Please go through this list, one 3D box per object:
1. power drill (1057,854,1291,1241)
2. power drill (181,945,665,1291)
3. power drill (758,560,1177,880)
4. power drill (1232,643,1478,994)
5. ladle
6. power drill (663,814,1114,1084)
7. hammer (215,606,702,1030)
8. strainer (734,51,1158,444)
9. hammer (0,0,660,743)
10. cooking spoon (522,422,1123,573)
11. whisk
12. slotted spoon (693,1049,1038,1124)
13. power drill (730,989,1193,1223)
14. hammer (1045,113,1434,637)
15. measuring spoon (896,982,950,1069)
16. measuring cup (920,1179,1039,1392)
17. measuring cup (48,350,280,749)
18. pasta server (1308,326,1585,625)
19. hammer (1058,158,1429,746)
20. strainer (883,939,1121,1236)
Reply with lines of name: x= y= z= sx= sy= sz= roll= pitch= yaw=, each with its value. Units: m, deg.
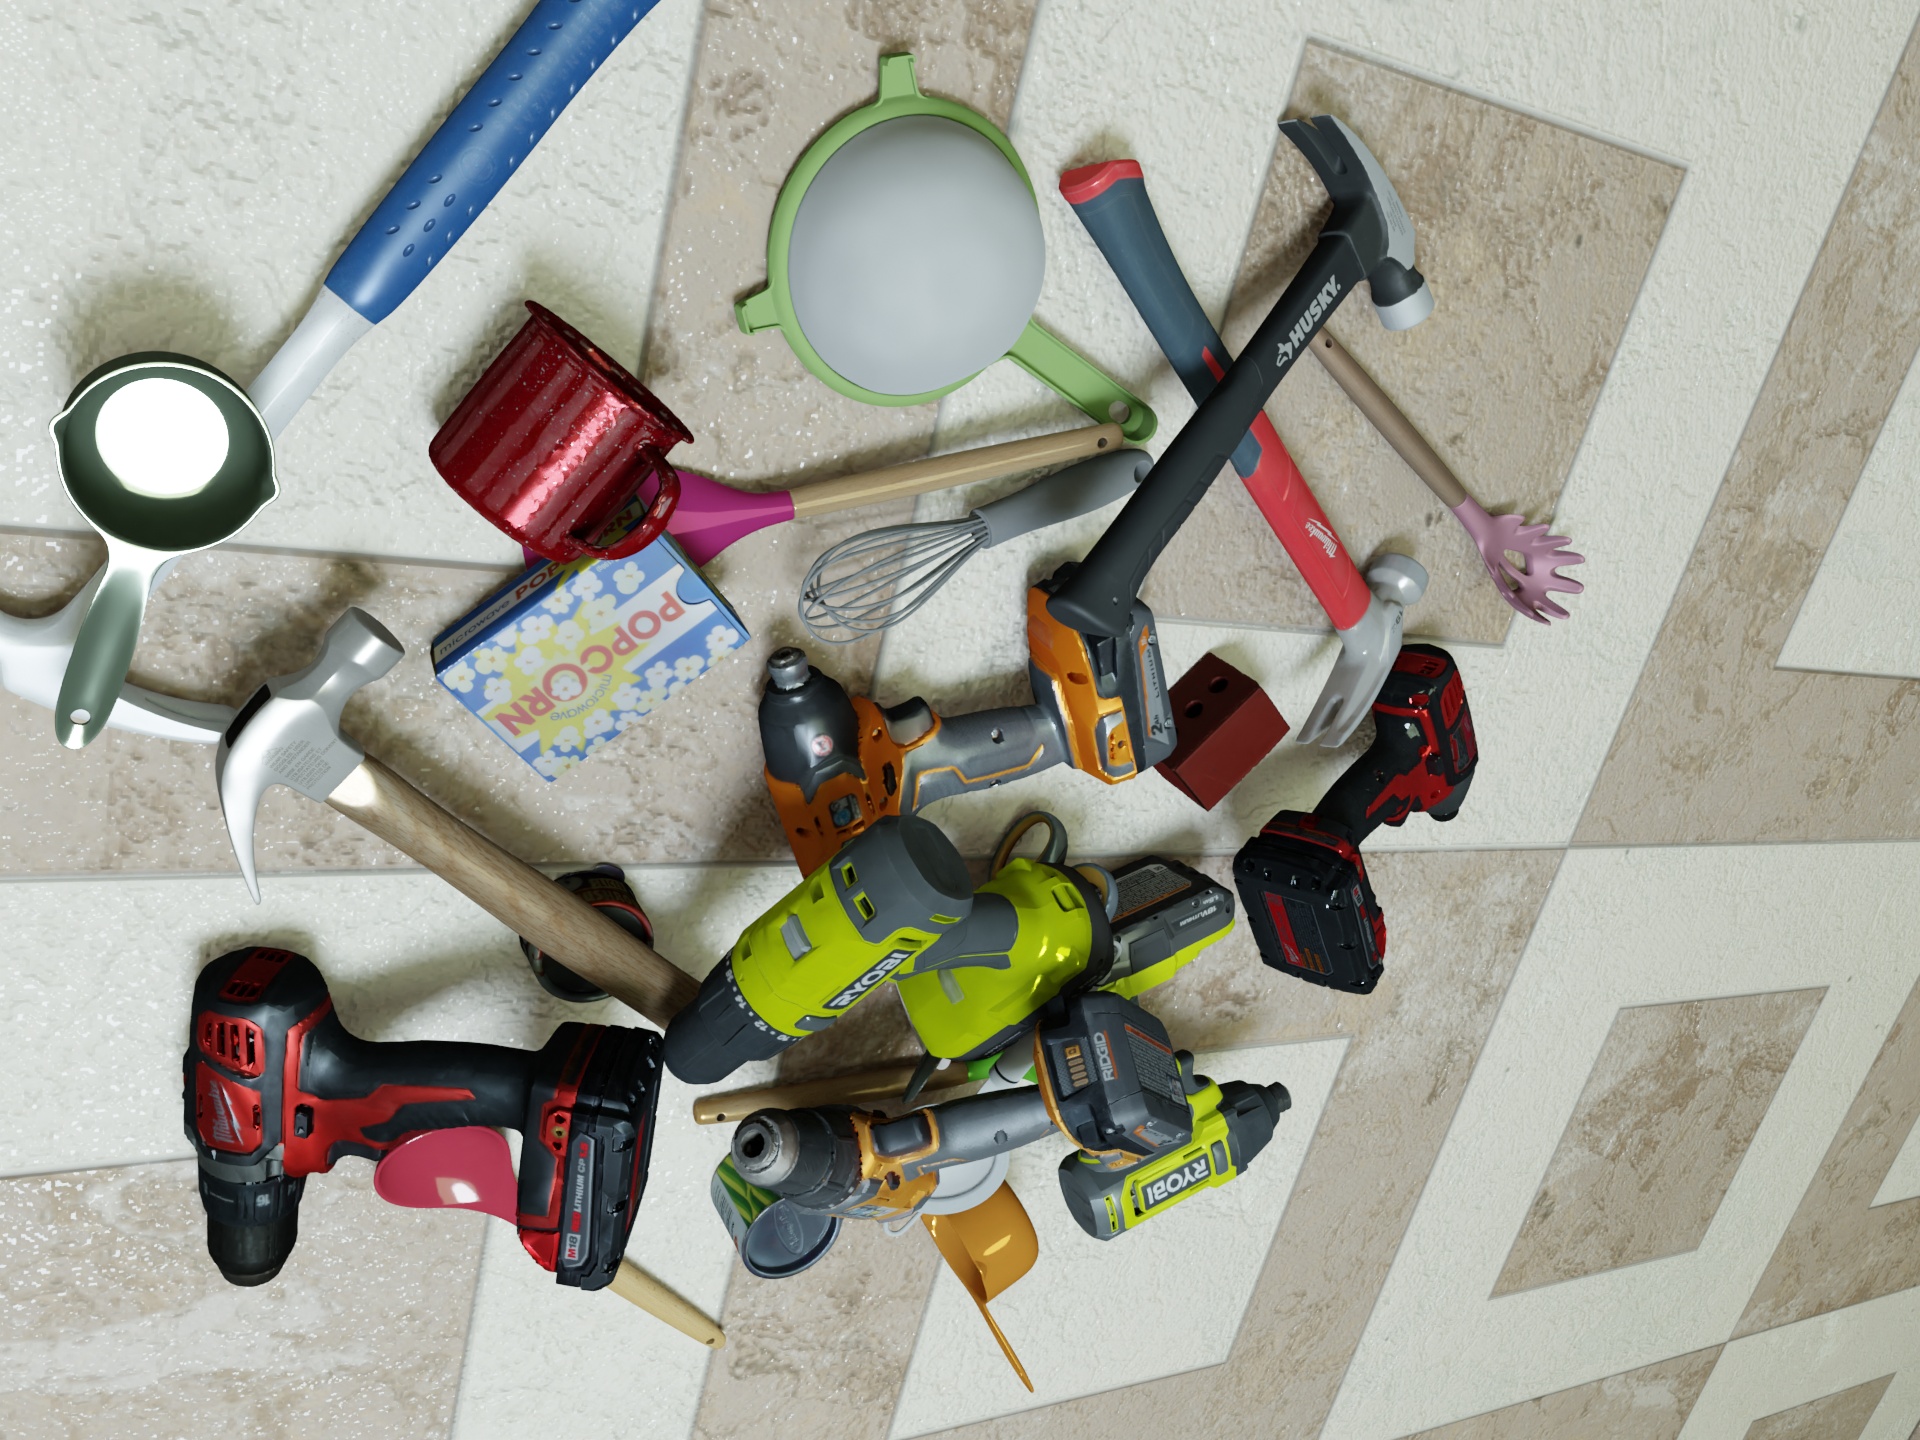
power drill: x=0.133 y=0.211 z=1.047 sx=0.171 sy=0.080 sz=0.223 roll=-21 pitch=111 yaw=-21
power drill: x=-0.274 y=0.218 z=0.796 sx=0.226 sy=0.080 sz=0.187 roll=11 pitch=113 yaw=-2
power drill: x=-0.001 y=-0.003 z=0.885 sx=0.226 sy=0.084 sz=0.164 roll=-25 pitch=125 yaw=-13
power drill: x=0.276 y=0.067 z=1.057 sx=0.220 sy=0.079 sz=0.143 roll=-49 pitch=133 yaw=-29
ladle: x=-0.231 y=0.314 z=0.950 sx=0.069 sy=0.031 sz=0.315 roll=-36 pitch=130 yaw=2
power drill: x=-0.035 y=0.135 z=0.863 sx=0.190 sy=0.080 sz=0.228 roll=-40 pitch=151 yaw=21
hammer: x=-0.220 y=0.090 z=0.789 sx=0.130 sy=0.031 sz=0.331 roll=-46 pitch=128 yaw=-2
strainer: x=0.025 y=-0.199 z=0.800 sx=0.256 sy=0.069 sz=0.151 roll=27 pitch=99 yaw=-36
hammer: x=-0.260 y=-0.163 z=0.672 sx=0.405 sy=0.035 sz=0.143 roll=-50 pitch=128 yaw=2
cooking spoon: x=-0.062 y=-0.116 z=0.811 sx=0.319 sy=0.017 sz=0.068 roll=-15 pitch=122 yaw=-16
whisk: x=0.013 y=-0.100 z=0.856 sx=0.239 sy=0.055 sz=0.055 roll=-26 pitch=126 yaw=-27
slotted spoon: x=-0.021 y=0.229 z=1.030 sx=0.313 sy=0.031 sz=0.070 roll=-3 pitch=112 yaw=-27
power drill: x=-0.002 y=0.222 z=0.885 sx=0.226 sy=0.084 sz=0.185 roll=-21 pitch=153 yaw=15
hammer: x=0.145 y=-0.174 z=0.840 sx=0.335 sy=0.035 sz=0.146 roll=-53 pitch=128 yaw=-22
measuring spoon: x=-0.033 y=0.171 z=0.990 sx=0.034 sy=0.018 sz=0.124 roll=-37 pitch=124 yaw=-25
measuring cup: x=0.031 y=0.376 z=1.080 sx=0.052 sy=0.095 sz=0.173 roll=-31 pitch=106 yaw=-20
measuring cup: x=-0.331 y=-0.068 z=0.634 sx=0.083 sy=0.038 sz=0.167 roll=16 pitch=107 yaw=-35
pasta server: x=0.310 y=-0.156 z=1.015 sx=0.316 sy=0.040 sz=0.060 roll=35 pitch=82 yaw=-37
hammer: x=0.158 y=-0.148 z=0.906 sx=0.385 sy=0.038 sz=0.143 roll=48 pitch=64 yaw=-36
strainer: x=0.024 y=0.225 z=0.991 sx=0.086 sy=0.050 sz=0.258 roll=30 pitch=115 yaw=-14
